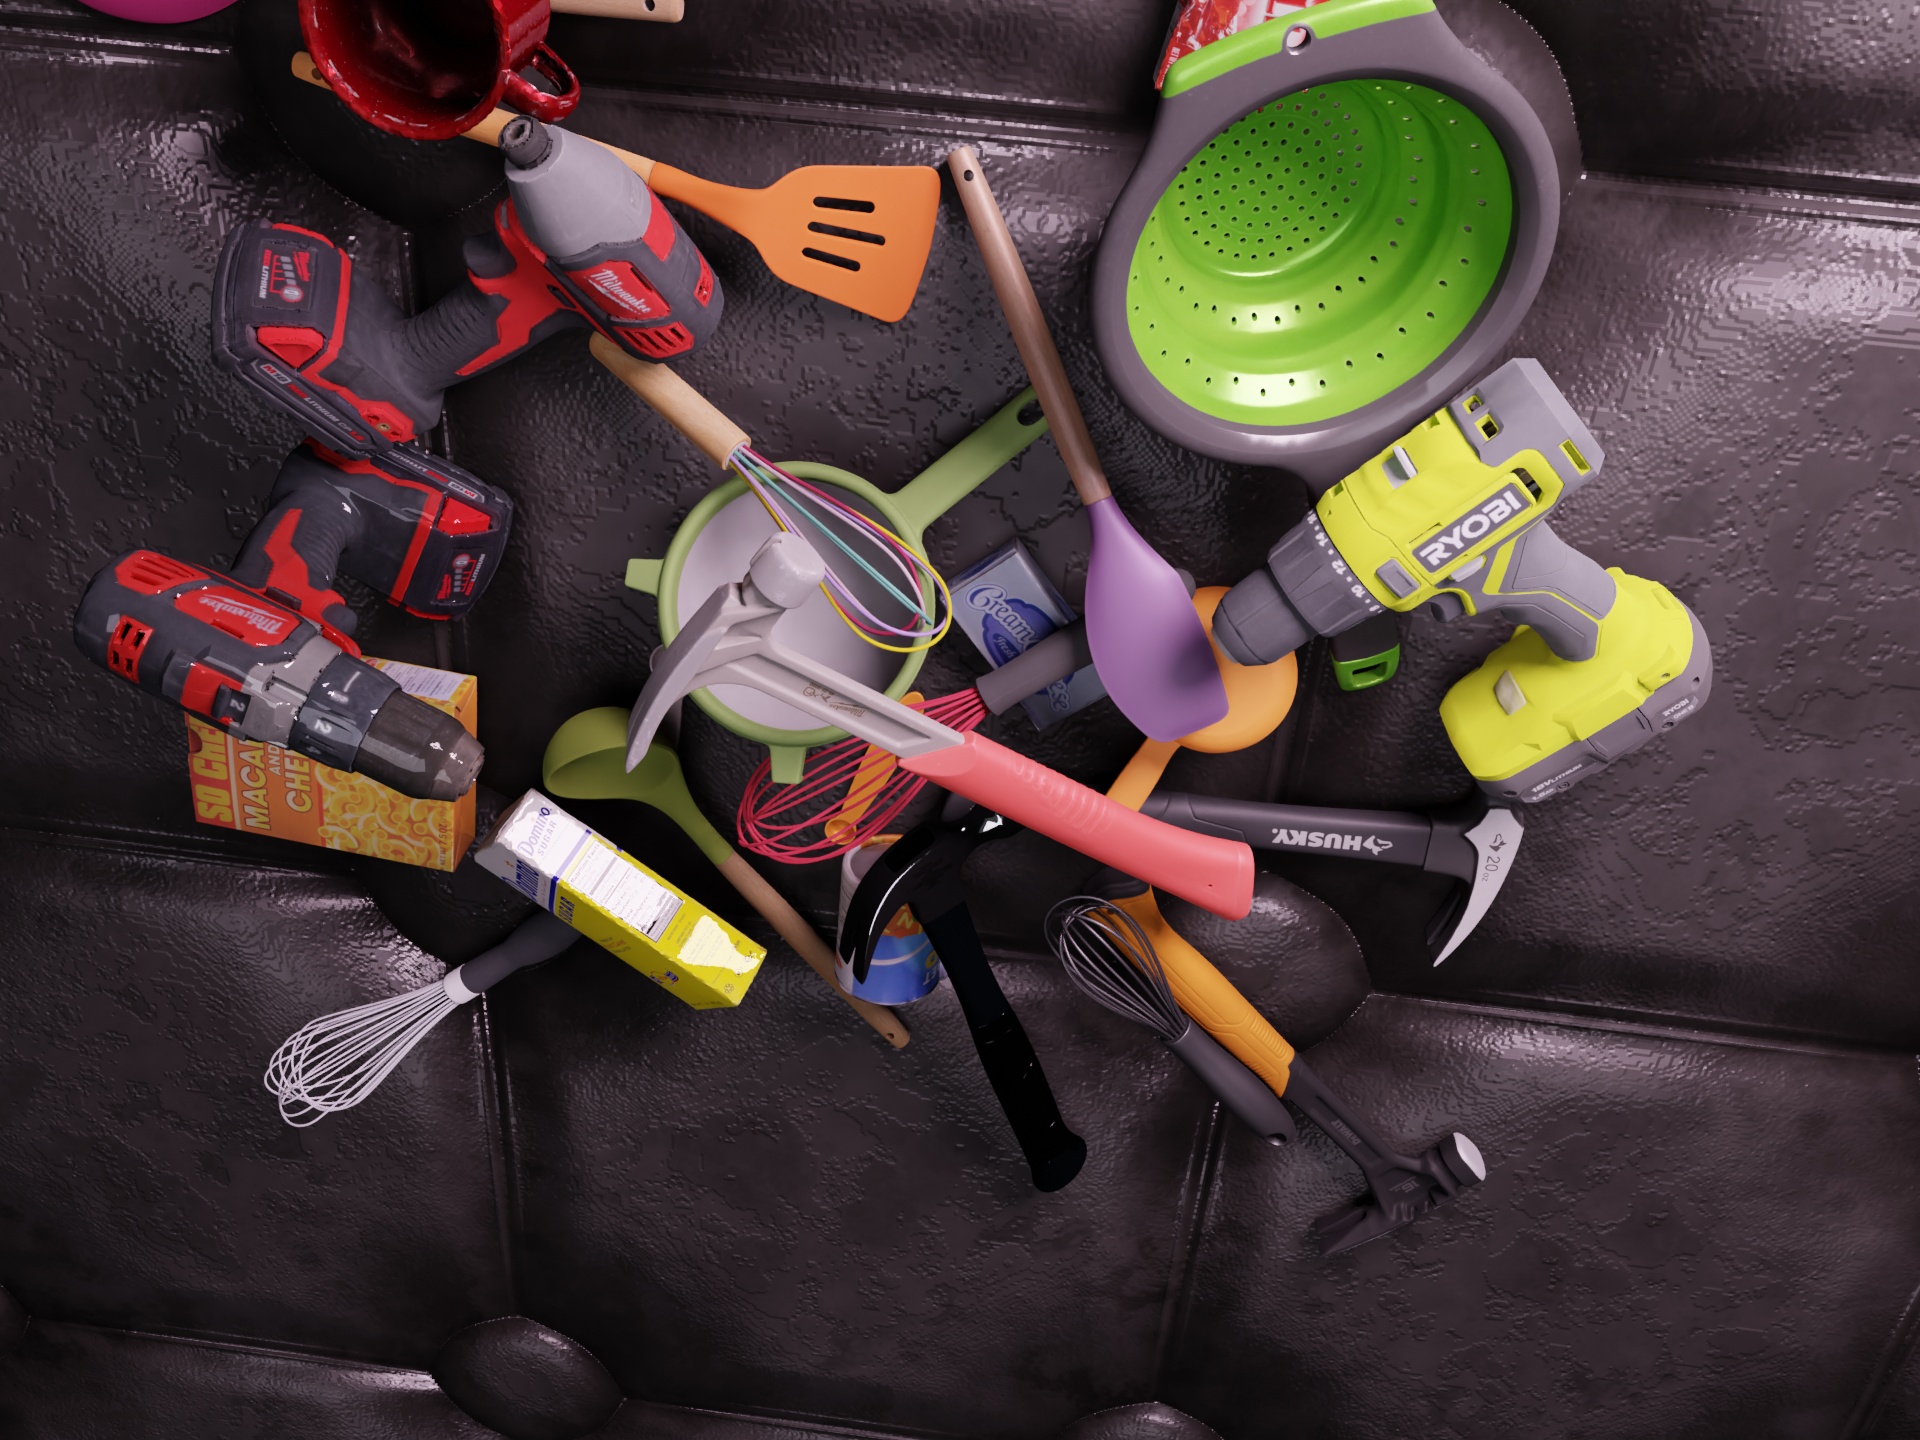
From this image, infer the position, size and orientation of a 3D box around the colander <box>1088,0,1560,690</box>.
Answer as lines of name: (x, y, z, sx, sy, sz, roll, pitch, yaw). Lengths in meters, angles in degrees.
colander: (0.172, -0.170, 0.771, 0.204, 0.095, 0.396, -16, 137, 6)

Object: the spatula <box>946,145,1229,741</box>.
spatula: (0.058, -0.134, 0.803, 0.060, 0.018, 0.315, -21, 102, 6)

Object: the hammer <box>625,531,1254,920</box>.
hammer: (0.011, 0.035, 0.834, 0.358, 0.037, 0.149, 27, 122, -27)

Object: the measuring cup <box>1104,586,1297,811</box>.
measuring cup: (0.117, 0.009, 0.874, 0.095, 0.052, 0.173, 32, 103, -1)

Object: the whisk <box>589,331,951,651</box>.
whisk: (-0.101, -0.121, 0.813, 0.245, 0.051, 0.047, 41, 102, 9)

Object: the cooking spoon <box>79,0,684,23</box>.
cooking spoon: (-0.289, -0.357, 0.757, 0.319, 0.017, 0.068, 7, 117, 3)

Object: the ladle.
ladle: (-0.132, 0.110, 0.978, 0.078, 0.062, 0.320, -26, 119, 26)

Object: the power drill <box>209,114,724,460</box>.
power drill: (-0.241, -0.210, 0.767, 0.219, 0.079, 0.143, -13, 154, 17)

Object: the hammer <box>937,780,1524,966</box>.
hammer: (0.153, 0.064, 0.937, 0.335, 0.035, 0.146, 5, 119, 4)

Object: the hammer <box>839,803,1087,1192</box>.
hammer: (0.022, 0.188, 0.985, 0.128, 0.033, 0.330, -30, 129, -11)

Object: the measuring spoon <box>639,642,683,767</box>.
measuring spoon: (-0.175, -0.001, 0.953, 0.034, 0.018, 0.124, 20, 127, -1)

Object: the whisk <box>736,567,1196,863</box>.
whisk: (-0.001, -0.003, 0.873, 0.296, 0.073, 0.073, -30, 112, 14)

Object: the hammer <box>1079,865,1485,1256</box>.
hammer: (0.189, 0.216, 1.020, 0.127, 0.034, 0.336, -37, 109, 23)

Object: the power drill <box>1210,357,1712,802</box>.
power drill: (0.252, -0.051, 0.790, 0.190, 0.080, 0.228, -36, 130, 23)

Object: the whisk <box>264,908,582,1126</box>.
whisk: (-0.355, 0.189, 1.061, 0.284, 0.070, 0.070, -31, 112, 16)

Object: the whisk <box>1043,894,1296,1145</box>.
whisk: (0.134, 0.187, 0.967, 0.055, 0.055, 0.238, -34, 115, 23)

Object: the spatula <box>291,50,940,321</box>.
spatula: (-0.172, -0.278, 0.788, 0.322, 0.041, 0.081, 18, 121, 1)

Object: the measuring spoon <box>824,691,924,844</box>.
measuring spoon: (-0.051, 0.028, 0.957, 0.021, 0.011, 0.117, 26, 116, -8)

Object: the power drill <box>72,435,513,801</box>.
power drill: (-0.304, -0.055, 0.810, 0.188, 0.227, 0.080, 27, 119, -9)

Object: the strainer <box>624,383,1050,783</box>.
strainer: (-0.042, -0.094, 0.861, 0.256, 0.069, 0.151, -38, 85, 6)
